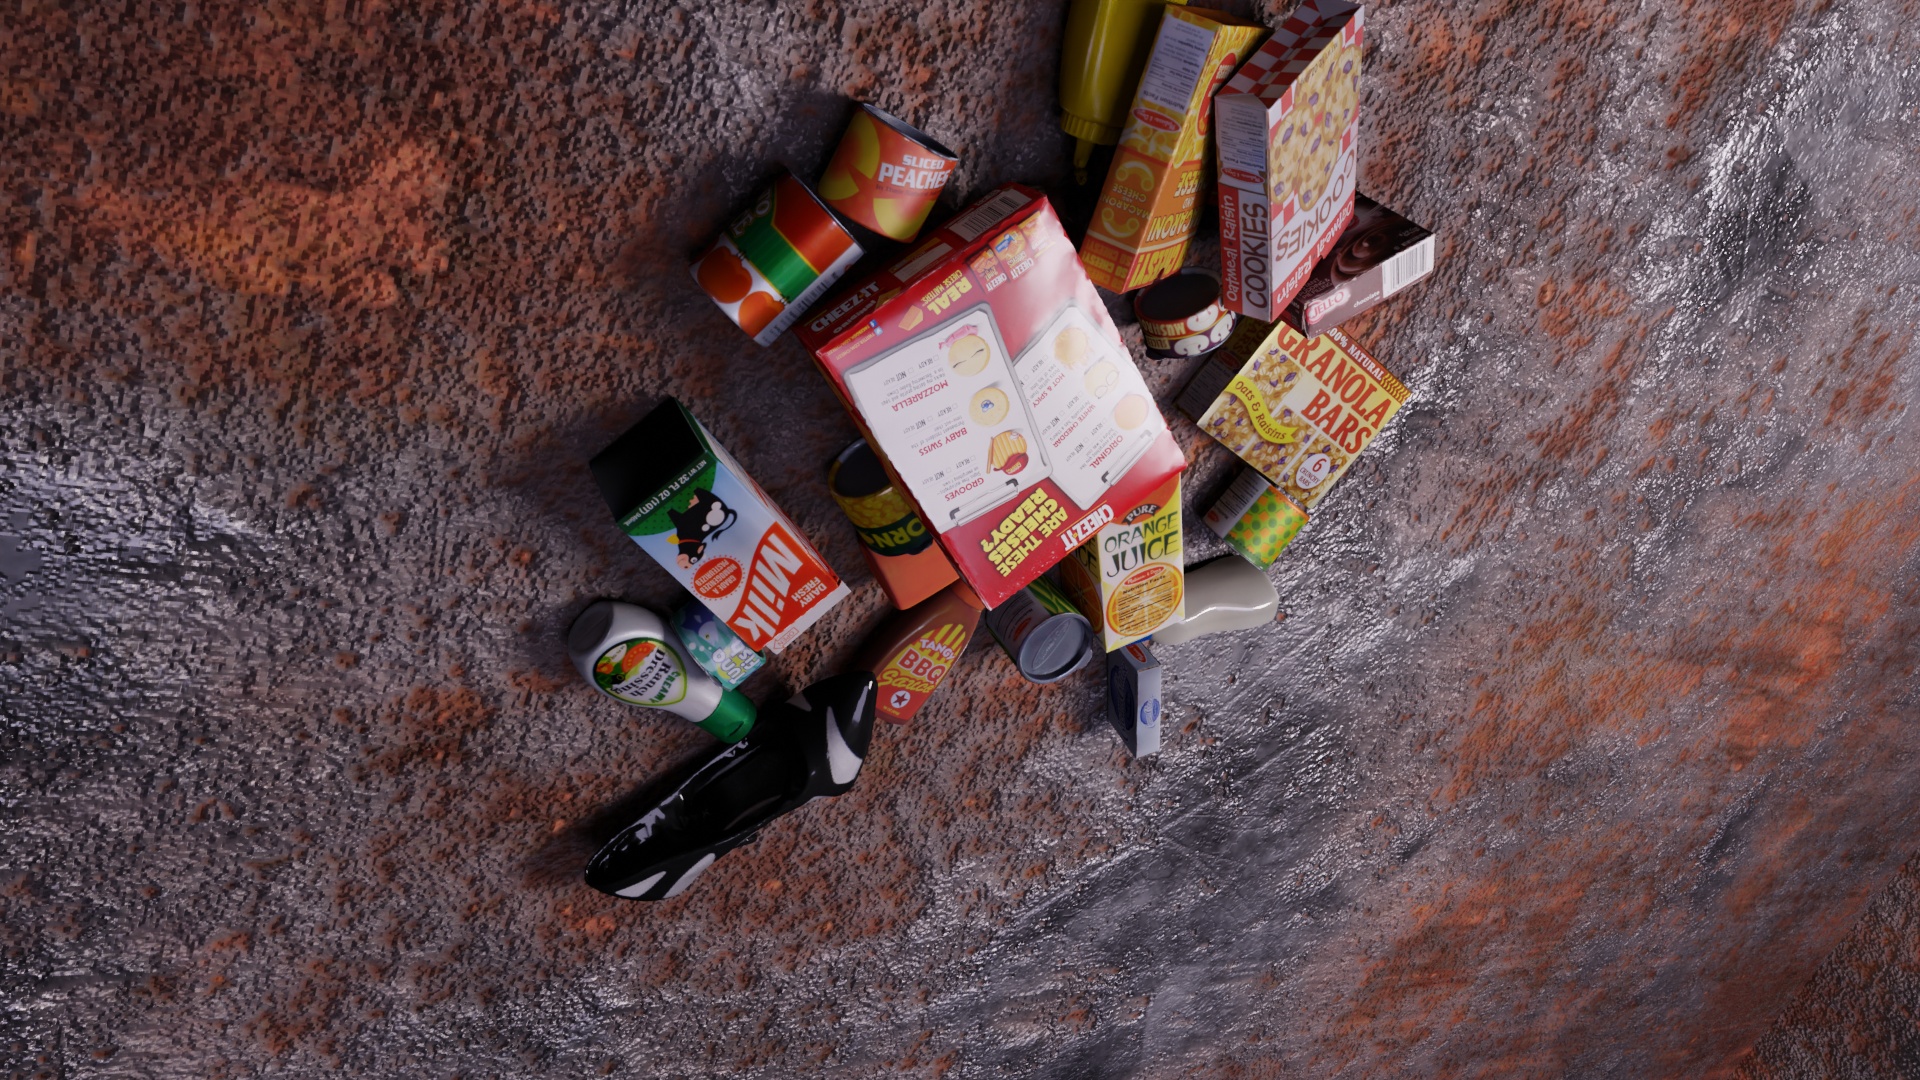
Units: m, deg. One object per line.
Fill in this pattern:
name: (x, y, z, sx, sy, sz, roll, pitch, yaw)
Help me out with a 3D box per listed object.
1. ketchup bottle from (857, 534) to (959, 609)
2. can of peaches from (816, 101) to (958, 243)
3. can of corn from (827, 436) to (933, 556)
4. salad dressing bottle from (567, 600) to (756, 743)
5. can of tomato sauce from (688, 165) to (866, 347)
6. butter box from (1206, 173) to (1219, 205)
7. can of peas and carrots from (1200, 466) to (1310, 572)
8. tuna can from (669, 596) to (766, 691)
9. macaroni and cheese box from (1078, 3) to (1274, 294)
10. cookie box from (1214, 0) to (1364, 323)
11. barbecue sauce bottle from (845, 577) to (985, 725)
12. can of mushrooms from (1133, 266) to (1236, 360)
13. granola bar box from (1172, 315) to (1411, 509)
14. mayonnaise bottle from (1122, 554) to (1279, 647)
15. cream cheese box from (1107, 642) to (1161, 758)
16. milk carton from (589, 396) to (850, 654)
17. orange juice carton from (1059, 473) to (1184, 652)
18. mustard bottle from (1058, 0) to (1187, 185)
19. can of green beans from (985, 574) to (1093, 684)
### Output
ketchup bottle: (0.004, -0.012, 0.997, 0.149, 0.043, 0.064, -31, 111, -10)
can of peaches: (-0.042, -0.214, 0.814, 0.071, 0.071, 0.058, 17, 113, -37)
can of corn: (-0.048, -0.031, 0.939, 0.071, 0.071, 0.058, -35, 131, -3)
salad dressing bottle: (-0.201, 0.094, 0.957, 0.064, 0.044, 0.147, -44, 132, 6)
can of tomato sauce: (-0.109, -0.166, 0.814, 0.083, 0.071, 0.071, -43, 132, 5)
butter box: (0.194, -0.276, 0.936, 0.053, 0.024, 0.103, 2, 120, -30)
can of peas and carrots: (0.238, -0.016, 1.114, 0.071, 0.071, 0.058, 31, 103, -40)
tuna can: (-0.164, 0.068, 0.942, 0.033, 0.071, 0.071, -39, 132, -1)
macaroni and cheese box: (0.135, -0.245, 0.871, 0.124, 0.040, 0.165, -34, 147, -58)
cookie box: (0.214, -0.242, 0.897, 0.123, 0.040, 0.166, -50, 147, -27)
barbecue sauce bottle: (-0.021, 0.068, 1.042, 0.065, 0.044, 0.148, 32, 102, -38)
can of mushrooms: (0.154, -0.158, 0.967, 0.071, 0.071, 0.033, -31, 131, -7)
granola bar box: (0.259, -0.111, 1.078, 0.165, 0.039, 0.124, 29, 105, -40)
mayonnaise bottle: (0.182, 0.055, 1.138, 0.148, 0.065, 0.041, -14, 135, -16)
cream cheese box: (0.146, 0.129, 1.172, 0.024, 0.053, 0.103, -17, 128, -16)
milk carton: (-0.147, 0.003, 0.905, 0.072, 0.074, 0.190, -40, 132, 1)
orange juice carton: (0.117, -0.017, 1.041, 0.073, 0.072, 0.191, -22, 130, -15)
mustard bottle: (0.092, -0.296, 0.848, 0.065, 0.049, 0.159, 1, 121, -28)
can of green beans: (0.061, 0.068, 1.078, 0.071, 0.058, 0.071, -15, 127, -20)
